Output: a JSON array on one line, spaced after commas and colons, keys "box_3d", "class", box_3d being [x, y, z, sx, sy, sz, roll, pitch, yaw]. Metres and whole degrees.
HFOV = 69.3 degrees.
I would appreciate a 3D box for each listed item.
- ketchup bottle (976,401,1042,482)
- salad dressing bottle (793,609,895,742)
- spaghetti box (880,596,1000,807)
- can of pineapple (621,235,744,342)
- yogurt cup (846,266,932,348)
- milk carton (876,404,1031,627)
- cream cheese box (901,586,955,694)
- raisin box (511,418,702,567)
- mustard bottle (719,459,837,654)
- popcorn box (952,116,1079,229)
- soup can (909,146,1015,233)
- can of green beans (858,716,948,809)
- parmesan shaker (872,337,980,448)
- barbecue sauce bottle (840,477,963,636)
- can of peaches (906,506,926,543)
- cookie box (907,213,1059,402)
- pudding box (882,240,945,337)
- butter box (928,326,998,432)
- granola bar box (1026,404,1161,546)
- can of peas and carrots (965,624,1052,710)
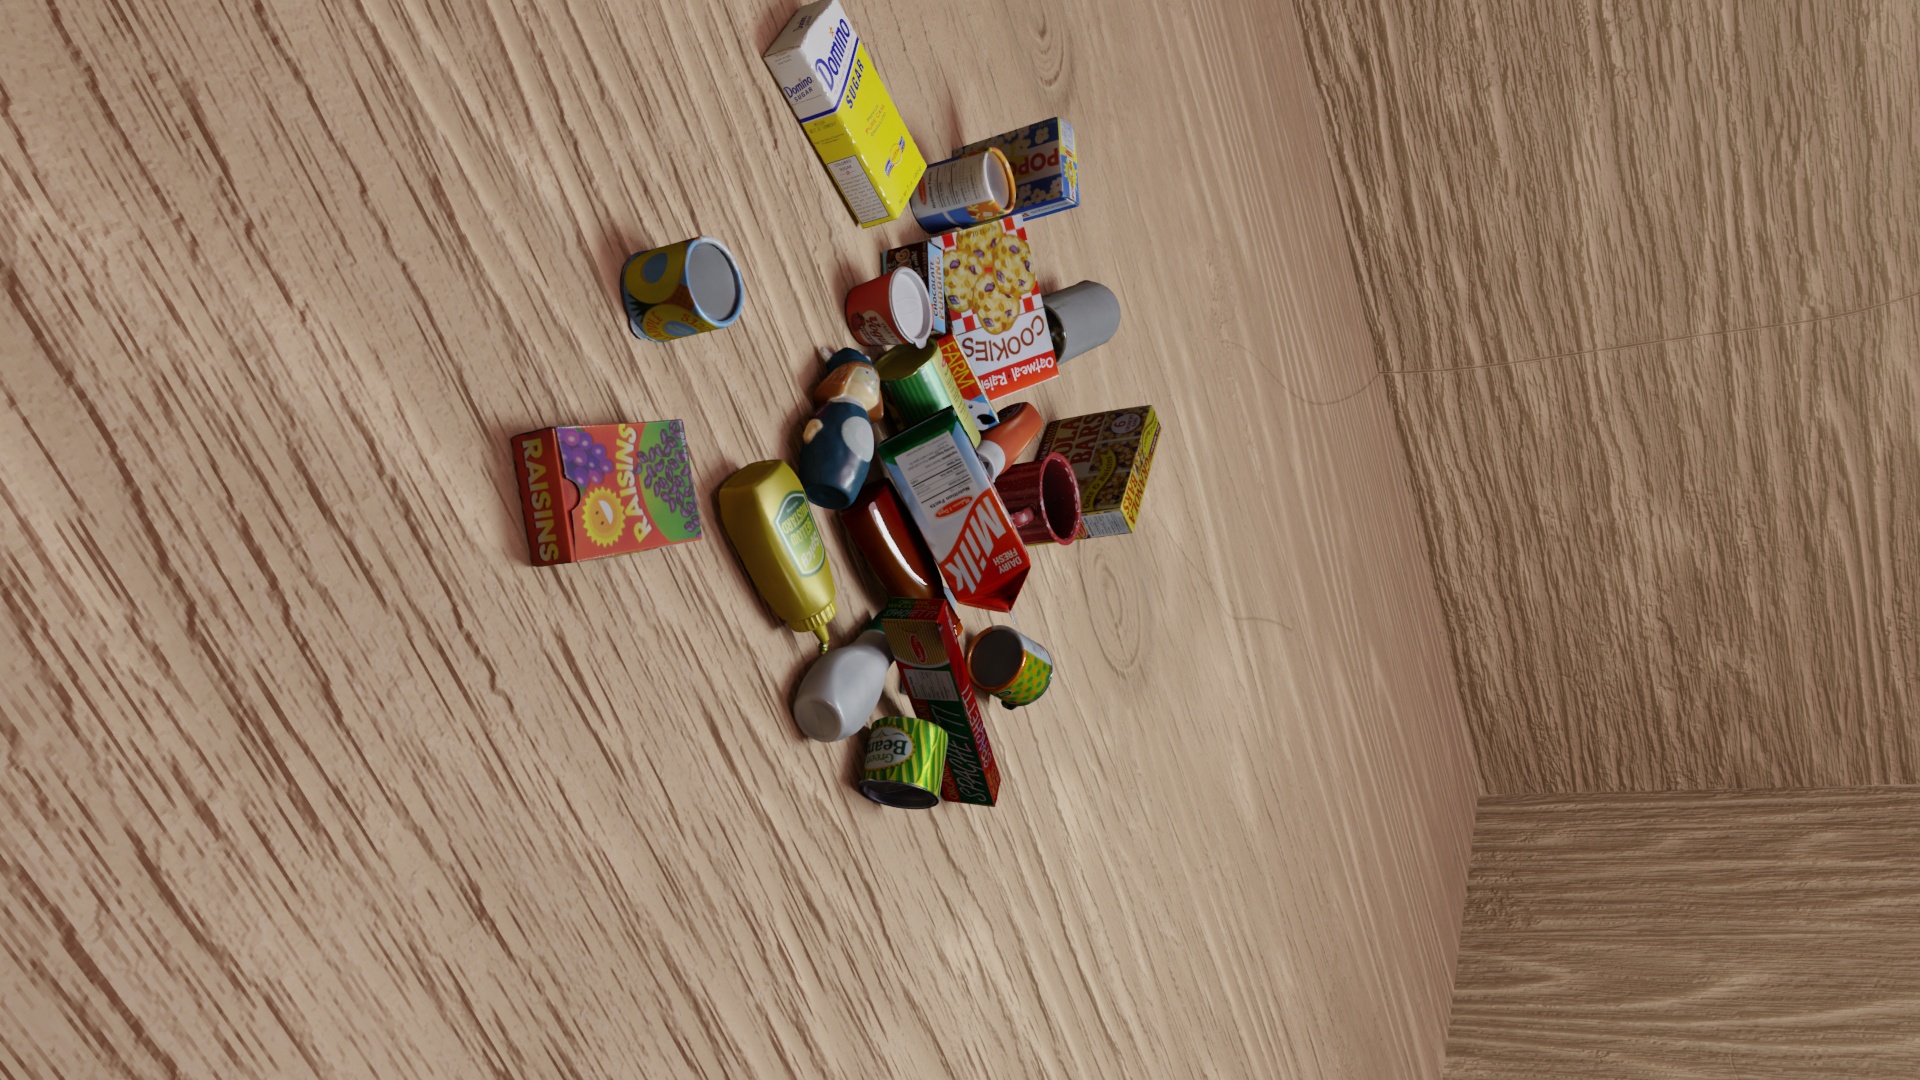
[{"box_3d": [0.035, -0.090, 1.339, 0.043, 0.064, 0.149, 56, 25, -9], "class": "ketchup bottle"}, {"box_3d": [-0.082, 0.105, 1.125, 0.148, 0.044, 0.064, -50, 126, -56], "class": "salad dressing bottle"}, {"box_3d": [-0.013, 0.142, 1.178, 0.248, 0.050, 0.029, 74, 26, -42], "class": "spaghetti box"}, {"box_3d": [-0.195, -0.175, 0.977, 0.071, 0.058, 0.071, 22, 65, -58], "class": "can of pineapple"}, {"box_3d": [-0.064, -0.202, 1.222, 0.072, 0.054, 0.072, 23, 63, -57], "class": "yogurt cup"}, {"box_3d": [0.004, -0.015, 1.192, 0.190, 0.073, 0.072, 63, 4, -6], "class": "milk carton"}, {"box_3d": [-0.028, 0.089, 1.244, 0.053, 0.024, 0.104, 28, 59, -56], "class": "cream cheese box"}, {"box_3d": [-0.227, -0.032, 0.904, 0.124, 0.040, 0.086, -13, 95, -60], "class": "raisin box"}, {"box_3d": [-0.129, 0.018, 1.056, 0.066, 0.049, 0.159, -53, 128, -50], "class": "mustard bottle"}, {"box_3d": [0.056, -0.367, 1.404, 0.038, 0.126, 0.085, 8, 77, -57], "class": "popcorn box"}, {"box_3d": [0.004, -0.339, 1.347, 0.071, 0.083, 0.071, 24, 62, -58], "class": "soup can"}, {"box_3d": [-0.046, 0.183, 1.146, 0.071, 0.071, 0.058, 45, 45, -48], "class": "can of green beans"}, {"box_3d": [-0.031, -0.120, 1.247, 0.102, 0.071, 0.072, 64, 34, -31], "class": "parmesan shaker"}, {"box_3d": [-0.047, 0.023, 1.185, 0.148, 0.043, 0.065, 61, 27, -17], "class": "barbecue sauce bottle"}, {"box_3d": [-0.010, -0.017, 1.269, 0.071, 0.058, 0.071, 23, 64, -58], "class": "can of peaches"}, {"box_3d": [0.025, -0.223, 1.362, 0.123, 0.040, 0.167, -24, 106, -38], "class": "cookie box"}, {"box_3d": [-0.043, -0.227, 1.271, 0.030, 0.049, 0.084, 16, 70, -61], "class": "pudding box"}, {"box_3d": [-0.009, -0.144, 1.300, 0.103, 0.053, 0.024, 61, 6, -29], "class": "butter box"}, {"box_3d": [0.137, -0.071, 1.476, 0.039, 0.124, 0.166, 60, 36, -35], "class": "granola bar box"}, {"box_3d": [0.045, 0.122, 1.327, 0.058, 0.071, 0.071, 35, 54, -53], "class": "can of peas and carrots"}]
